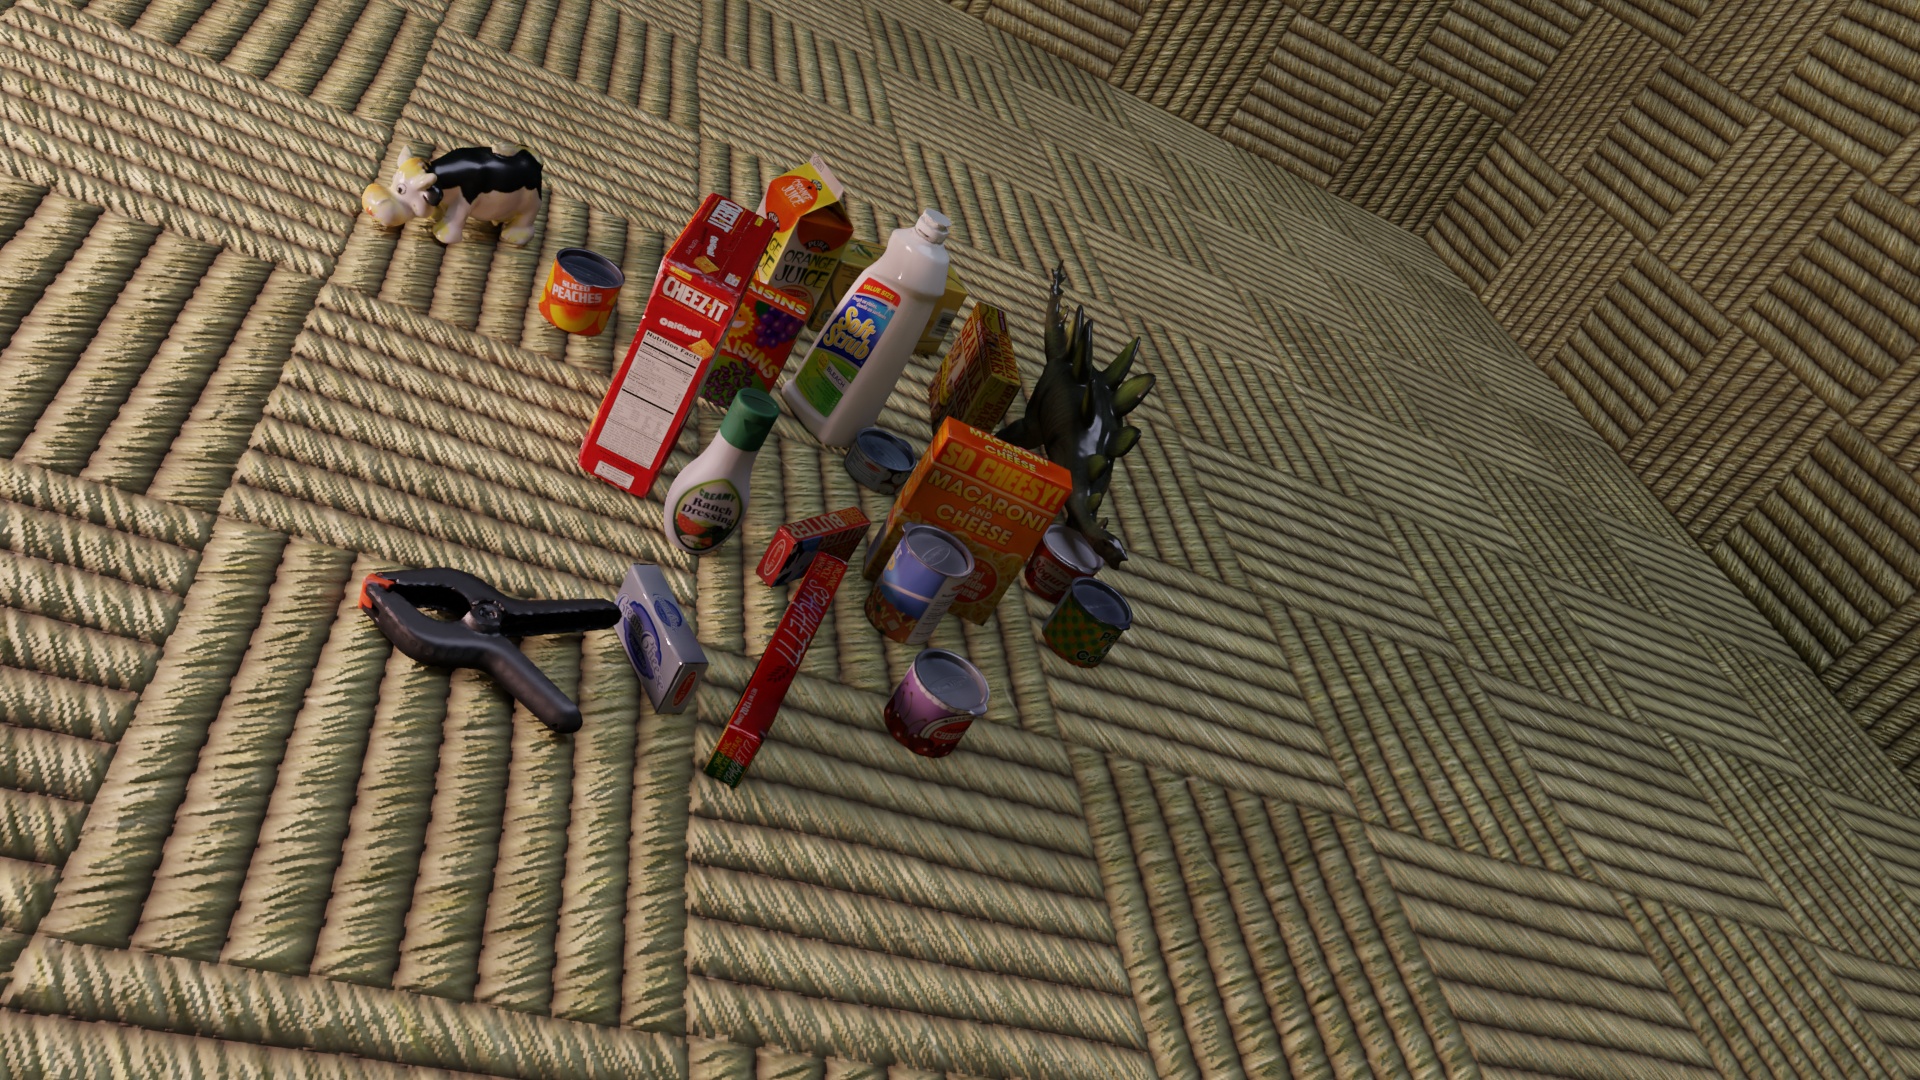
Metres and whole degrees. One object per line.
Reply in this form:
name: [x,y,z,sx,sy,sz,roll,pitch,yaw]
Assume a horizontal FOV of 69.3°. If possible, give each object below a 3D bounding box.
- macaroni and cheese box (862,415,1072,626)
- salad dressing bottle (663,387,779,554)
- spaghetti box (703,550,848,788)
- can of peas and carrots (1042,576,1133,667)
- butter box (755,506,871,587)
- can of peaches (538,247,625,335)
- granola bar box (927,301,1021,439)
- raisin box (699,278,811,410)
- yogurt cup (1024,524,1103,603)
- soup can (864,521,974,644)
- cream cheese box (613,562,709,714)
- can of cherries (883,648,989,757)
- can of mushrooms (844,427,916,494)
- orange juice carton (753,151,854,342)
macaroni and cheese box: [0.004,-0.015,1.224,0.124,0.165,0.040,23,31,-16]
salad dressing bottle: [-0.192,-0.056,1.121,0.064,0.147,0.044,18,32,-23]
spaghetti box: [-0.136,0.090,1.057,0.029,0.050,0.251,29,30,-6]
can of peas and carrots: [0.120,0.078,1.300,0.071,0.058,0.071,23,31,-15]
butter box: [-0.125,0.005,1.188,0.024,0.053,0.104,44,32,19]
can of peaches: [-0.361,-0.235,1.319,0.071,0.057,0.071,23,31,-15]
granola bar box: [0.013,-0.165,1.494,0.039,0.123,0.166,21,32,-19]
raisin box: [-0.207,-0.186,1.323,0.086,0.122,0.040,25,30,-13]
yogurt cup: [0.099,0.025,1.363,0.072,0.053,0.073,23,31,-15]
soup can: [-0.038,0.036,1.191,0.071,0.083,0.072,23,31,-15]
cream cheese box: [-0.220,0.070,1.004,0.024,0.053,0.104,2,42,-42]
can of cherries: [-0.018,0.130,1.096,0.071,0.058,0.072,23,31,-15]
can of mushrooms: [-0.078,-0.079,1.374,0.071,0.033,0.071,23,31,-15]
orange juice carton: [-0.177,-0.307,1.461,0.073,0.191,0.072,2,41,-41]
